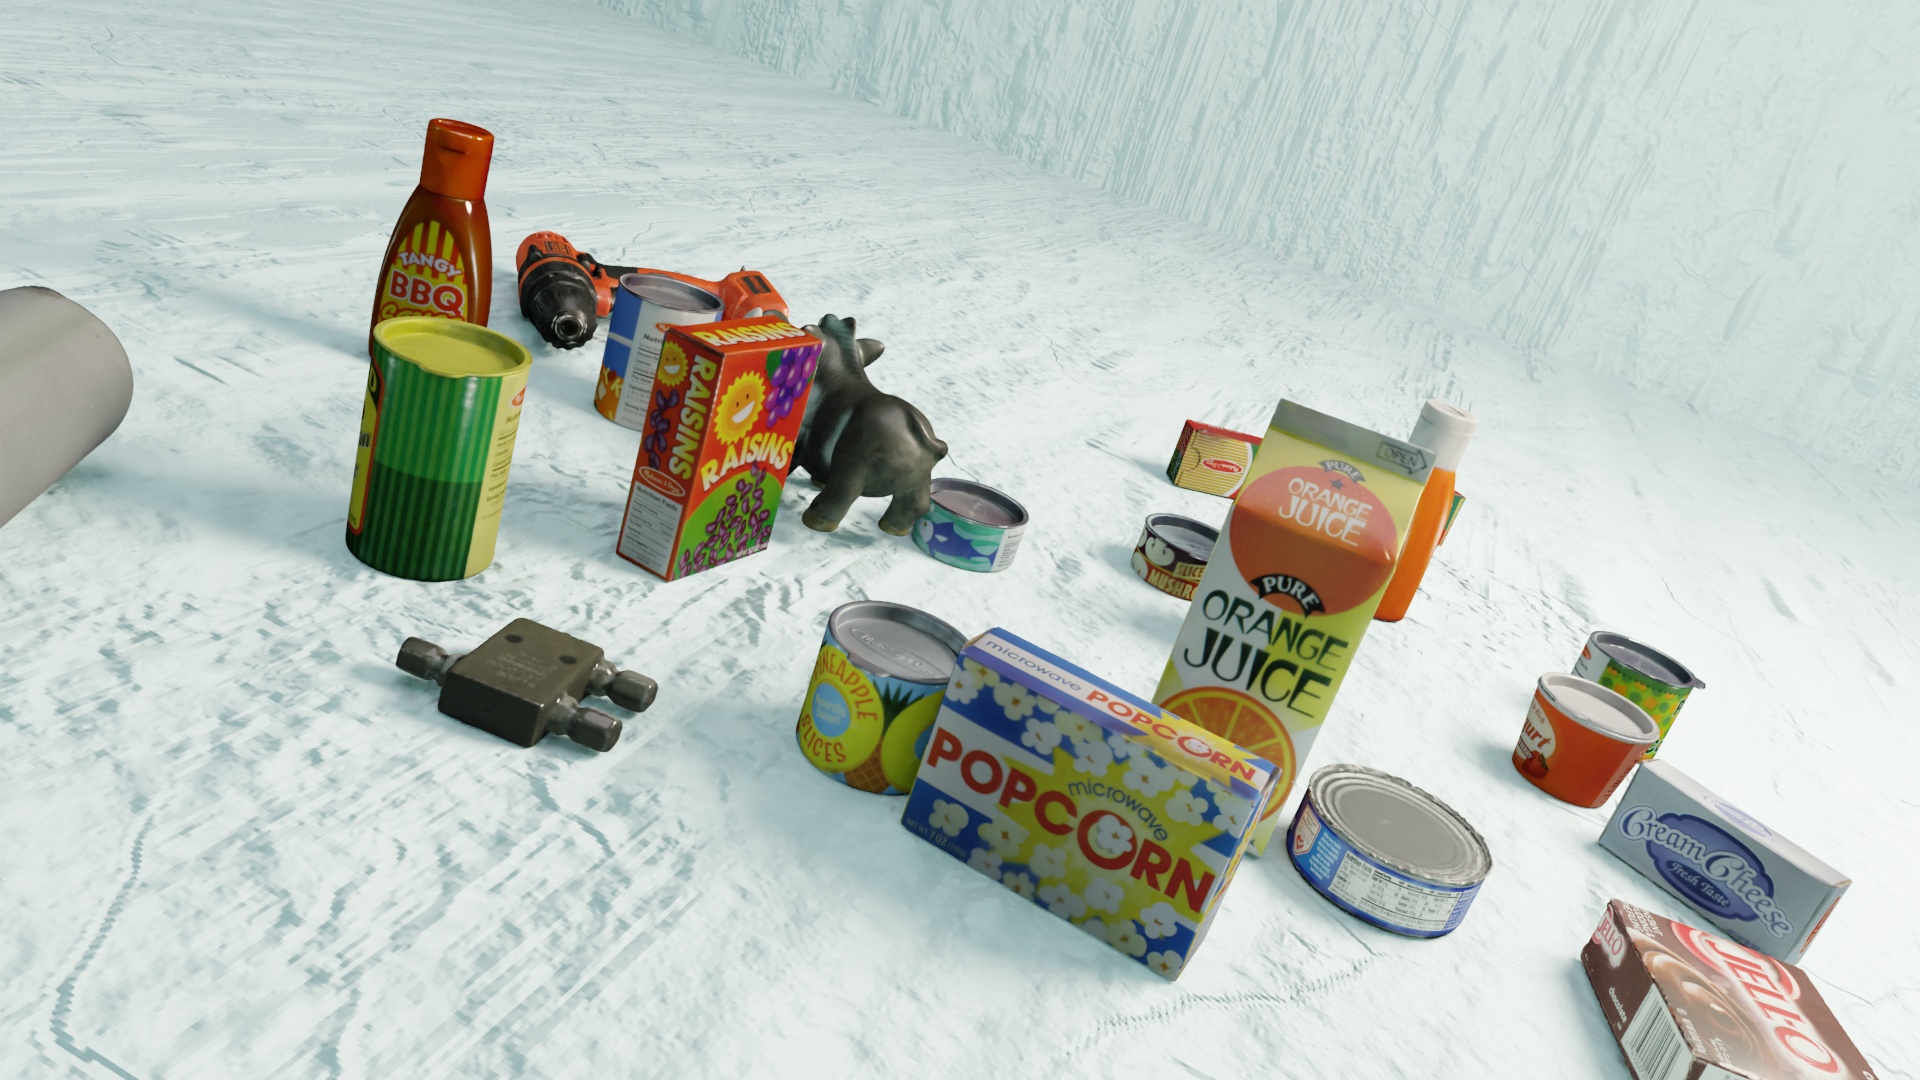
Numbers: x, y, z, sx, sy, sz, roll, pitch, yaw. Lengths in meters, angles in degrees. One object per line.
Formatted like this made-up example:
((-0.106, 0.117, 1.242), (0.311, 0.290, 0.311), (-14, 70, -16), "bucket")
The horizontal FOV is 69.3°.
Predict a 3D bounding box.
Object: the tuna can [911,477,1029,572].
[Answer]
((0.003, -0.011, 0.837), (0.071, 0.032, 0.071), (16, 22, -6), "tuna can")

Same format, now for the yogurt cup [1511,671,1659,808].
((0.350, 0.114, 0.787), (0.072, 0.053, 0.073), (16, 22, -6), "yogurt cup")

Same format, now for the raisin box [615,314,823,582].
((-0.122, -0.049, 0.707), (0.040, 0.123, 0.086), (27, 23, 22), "raisin box")

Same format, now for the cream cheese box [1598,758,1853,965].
((0.381, 0.161, 0.700), (0.024, 0.053, 0.104), (0, 28, -39), "cream cheese box")

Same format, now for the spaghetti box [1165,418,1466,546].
((0.288, -0.045, 1.123), (0.250, 0.050, 0.029), (12, 22, -16), "spaghetti box")

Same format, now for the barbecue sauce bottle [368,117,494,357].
((-0.306, -0.171, 0.819), (0.065, 0.148, 0.044), (16, 21, -7), "barbecue sauce bottle")

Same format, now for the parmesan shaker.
((-0.236, -0.040, 0.623), (0.071, 0.102, 0.071), (16, 21, -6), "parmesan shaker")

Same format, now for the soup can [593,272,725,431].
((-0.190, -0.118, 0.873), (0.071, 0.083, 0.071), (16, 21, -6), "soup can")

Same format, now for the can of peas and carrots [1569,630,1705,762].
((0.417, 0.099, 0.871), (0.071, 0.058, 0.071), (16, 22, -6), "can of peas and carrots")

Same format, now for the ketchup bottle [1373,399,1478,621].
((0.306, -0.022, 0.949), (0.043, 0.148, 0.065), (10, 23, -20), "ketchup bottle")

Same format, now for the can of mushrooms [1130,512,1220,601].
((0.146, 0.012, 0.897), (0.071, 0.033, 0.071), (16, 22, -6), "can of mushrooms")

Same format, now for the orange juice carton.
((0.140, 0.035, 0.621), (0.072, 0.191, 0.073), (23, 22, 12), "orange juice carton")

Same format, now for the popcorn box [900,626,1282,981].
((0.047, 0.099, 0.539), (0.127, 0.085, 0.038), (26, 22, 18), "popcorn box")

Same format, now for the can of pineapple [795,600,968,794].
((-0.033, 0.066, 0.591), (0.071, 0.057, 0.071), (16, 22, -6), "can of pineapple")
